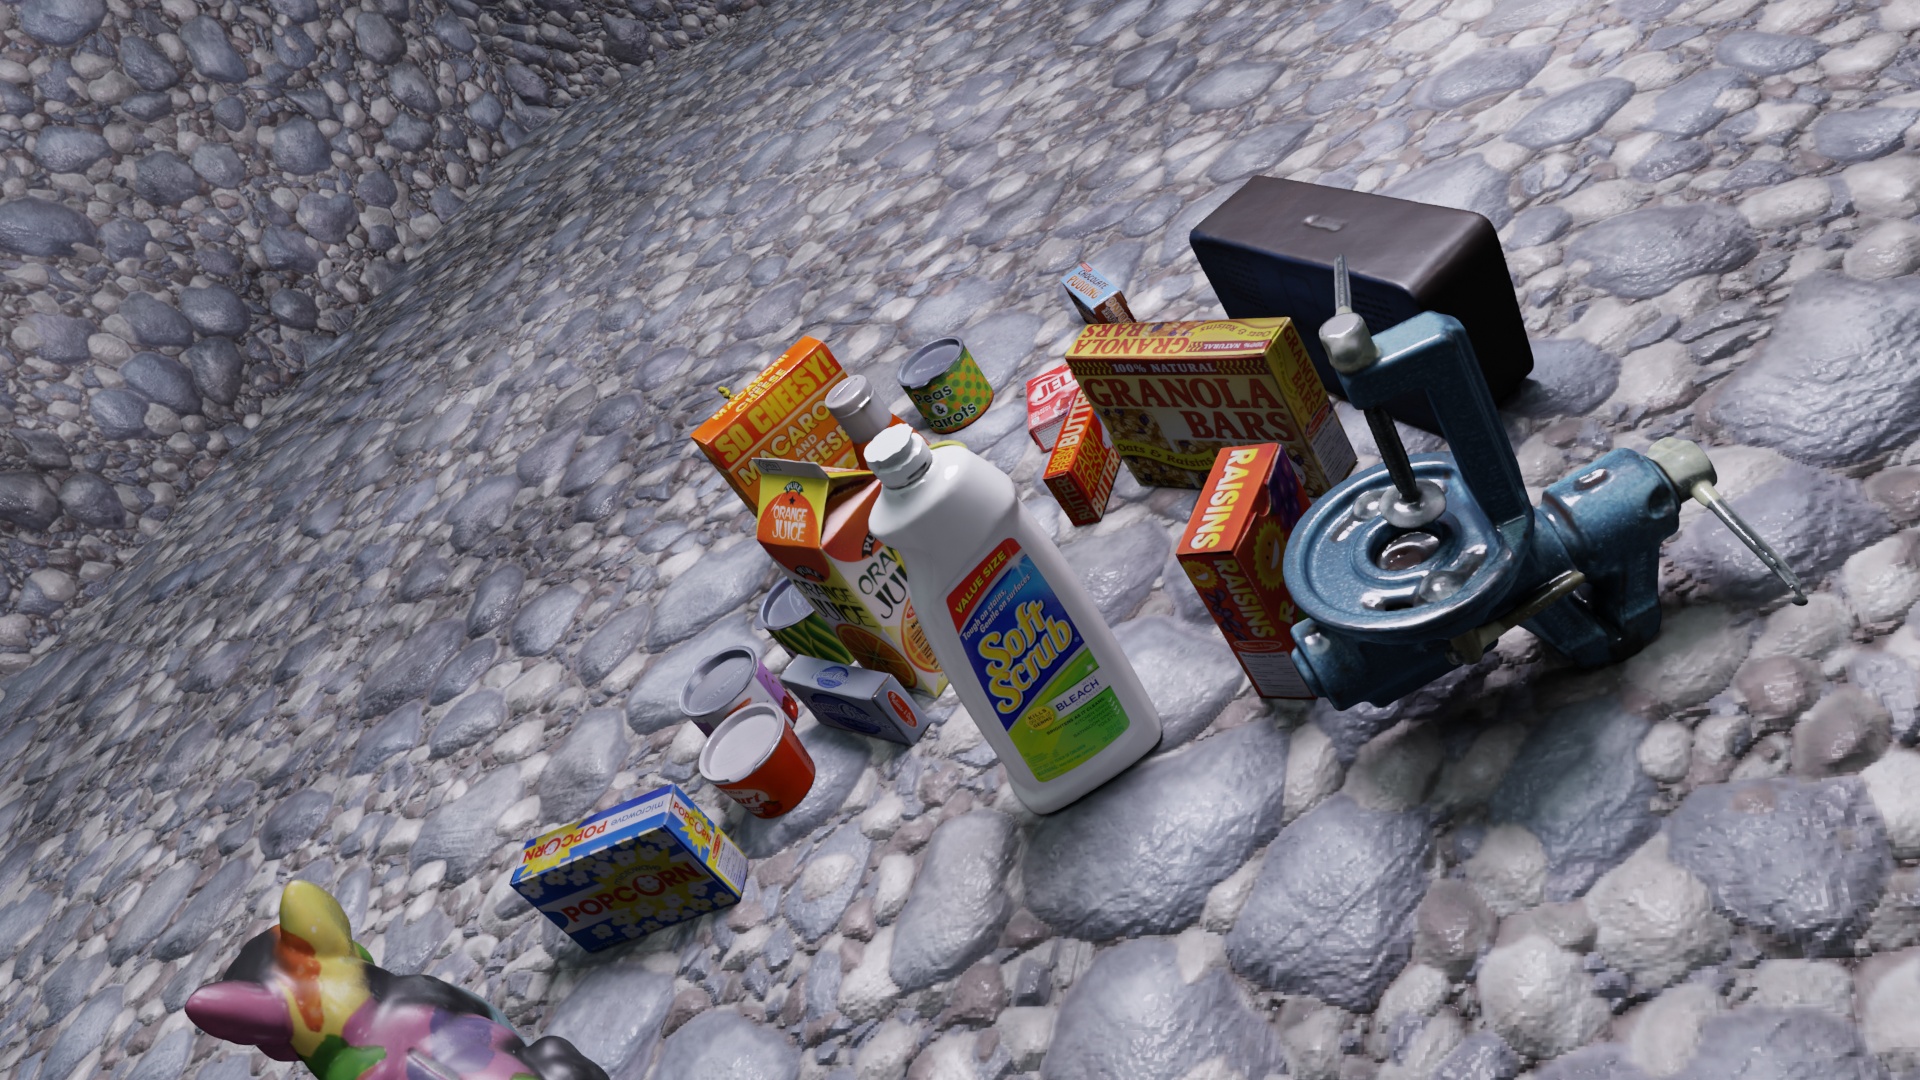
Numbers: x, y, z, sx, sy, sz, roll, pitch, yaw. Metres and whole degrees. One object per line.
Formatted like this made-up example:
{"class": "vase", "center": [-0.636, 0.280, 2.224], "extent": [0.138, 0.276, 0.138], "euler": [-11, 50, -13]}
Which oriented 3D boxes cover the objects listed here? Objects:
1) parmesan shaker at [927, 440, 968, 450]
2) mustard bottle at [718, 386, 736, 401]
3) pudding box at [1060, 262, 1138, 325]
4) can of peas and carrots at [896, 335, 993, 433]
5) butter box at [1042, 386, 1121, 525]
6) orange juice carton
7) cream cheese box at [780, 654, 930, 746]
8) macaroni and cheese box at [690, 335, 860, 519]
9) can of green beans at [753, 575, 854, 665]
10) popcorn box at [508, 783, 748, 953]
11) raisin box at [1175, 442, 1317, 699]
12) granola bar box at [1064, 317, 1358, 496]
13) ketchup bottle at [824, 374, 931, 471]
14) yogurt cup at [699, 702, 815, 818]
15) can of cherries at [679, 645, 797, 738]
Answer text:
{"class": "parmesan shaker", "center": [0.004, -0.012, 0.992], "extent": [0.071, 0.102, 0.072], "euler": [-24, 34, 17]}
{"class": "mustard bottle", "center": [-0.149, -0.066, 1.148], "extent": [0.048, 0.159, 0.065], "euler": [-24, 34, 18]}
{"class": "pudding box", "center": [0.120, -0.200, 1.180], "extent": [0.030, 0.049, 0.084], "euler": [-34, 32, 3]}
{"class": "can of peas and carrots", "center": [-0.013, -0.134, 1.207], "extent": [0.071, 0.058, 0.071], "euler": [-24, 34, 17]}
{"class": "butter box", "center": [0.094, -0.065, 1.024], "extent": [0.024, 0.053, 0.104], "euler": [-11, 40, 34]}
{"class": "orange juice carton", "center": [-0.066, 0.014, 0.937], "extent": [0.072, 0.192, 0.073], "euler": [7, 51, 47]}
{"class": "cream cheese box", "center": [-0.073, 0.109, 0.951], "extent": [0.104, 0.053, 0.024], "euler": [6, 50, 46]}
{"class": "macaroni and cheese box", "center": [-0.116, -0.060, 1.104], "extent": [0.124, 0.166, 0.040], "euler": [-44, 33, -13]}
{"class": "can of green beans", "center": [-0.108, 0.060, 1.042], "extent": [0.071, 0.057, 0.071], "euler": [-24, 34, 17]}
{"class": "popcorn box", "center": [-0.216, 0.216, 0.910], "extent": [0.126, 0.085, 0.038], "euler": [-23, 34, 18]}
{"class": "raisin box", "center": [0.173, 0.018, 0.779], "extent": [0.040, 0.123, 0.086], "euler": [-4, 44, 40]}
{"class": "granola bar box", "center": [0.164, -0.088, 0.925], "extent": [0.165, 0.124, 0.039], "euler": [7, 51, 47]}
{"class": "ketchup bottle", "center": [-0.048, -0.059, 1.058], "extent": [0.065, 0.148, 0.043], "euler": [-48, 34, -19]}
{"class": "yogurt cup", "center": [-0.136, 0.153, 0.950], "extent": [0.072, 0.053, 0.073], "euler": [-24, 34, 17]}
{"class": "can of cherries", "center": [-0.161, 0.119, 1.013], "extent": [0.071, 0.058, 0.072], "euler": [-24, 34, 17]}
